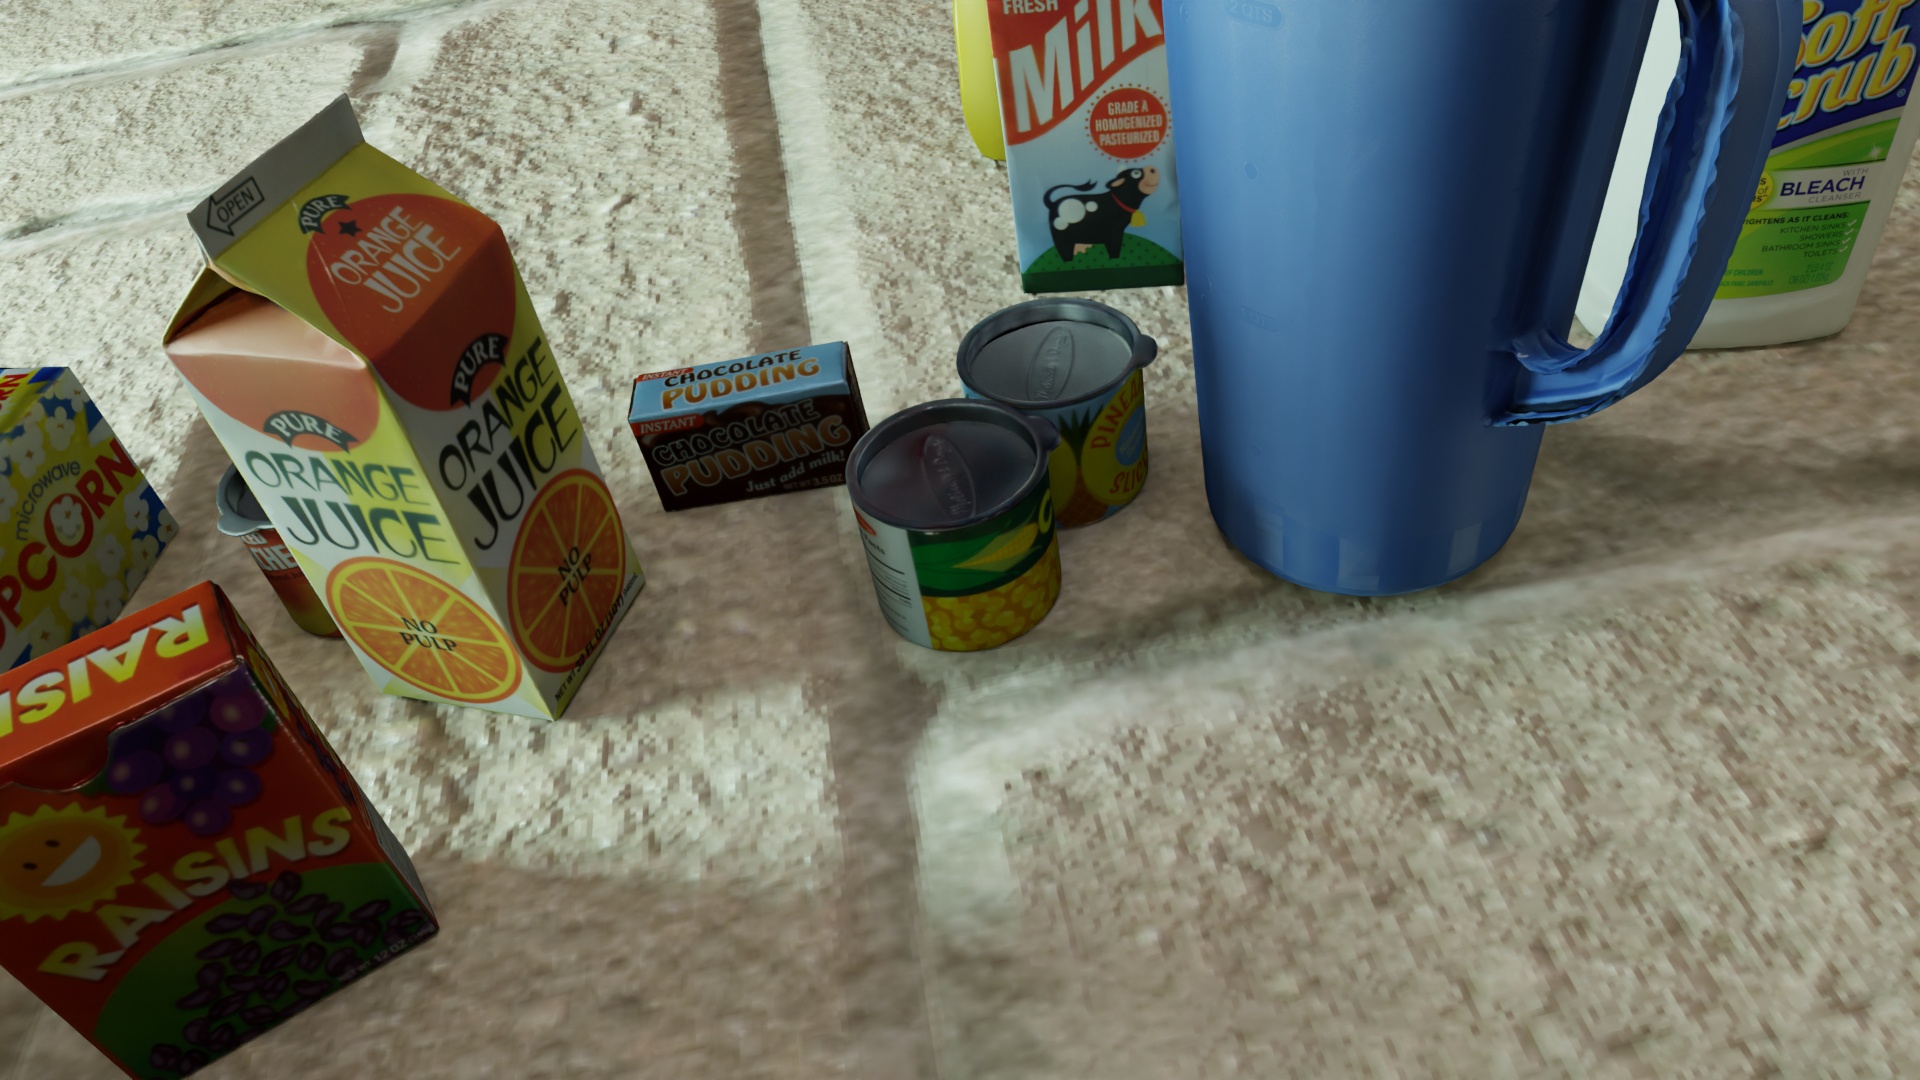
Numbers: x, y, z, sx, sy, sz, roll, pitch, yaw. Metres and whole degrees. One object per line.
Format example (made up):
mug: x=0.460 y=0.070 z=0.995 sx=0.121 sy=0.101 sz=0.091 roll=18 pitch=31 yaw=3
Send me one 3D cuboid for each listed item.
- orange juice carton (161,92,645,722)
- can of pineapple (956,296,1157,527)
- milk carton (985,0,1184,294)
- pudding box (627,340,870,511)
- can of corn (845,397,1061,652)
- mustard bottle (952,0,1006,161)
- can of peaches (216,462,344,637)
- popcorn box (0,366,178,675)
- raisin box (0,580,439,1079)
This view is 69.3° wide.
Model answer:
orange juice carton: x=-0.171 y=-0.035 z=0.433 sx=0.073 sy=0.191 sz=0.072 roll=6 pitch=45 yaw=17
can of pineapple: x=0.036 y=-0.046 z=0.505 sx=0.071 sy=0.057 sz=0.071 roll=-6 pitch=42 yaw=5
milk carton: x=0.053 y=-0.201 z=0.572 sx=0.073 sy=0.189 sz=0.073 roll=-2 pitch=43 yaw=9
pudding box: x=-0.079 y=-0.044 z=0.531 sx=0.084 sy=0.049 sz=0.030 roll=-9 pitch=42 yaw=1
can of corn: x=0.002 y=-0.006 z=0.467 sx=0.071 sy=0.058 sz=0.071 roll=-6 pitch=42 yaw=5
mustard bottle: x=0.025 y=-0.265 z=0.669 sx=0.049 sy=0.159 sz=0.066 roll=15 pitch=48 yaw=26
can of peaches: x=-0.229 y=-0.005 z=0.512 sx=0.071 sy=0.057 sz=0.071 roll=-6 pitch=42 yaw=5
popcorn box: x=-0.349 y=0.007 z=0.502 sx=0.038 sy=0.084 sz=0.127 roll=-3 pitch=43 yaw=8
raisin box: x=-0.206 y=0.081 z=0.365 sx=0.086 sy=0.122 sz=0.040 roll=-28 pitch=45 yaw=-18
